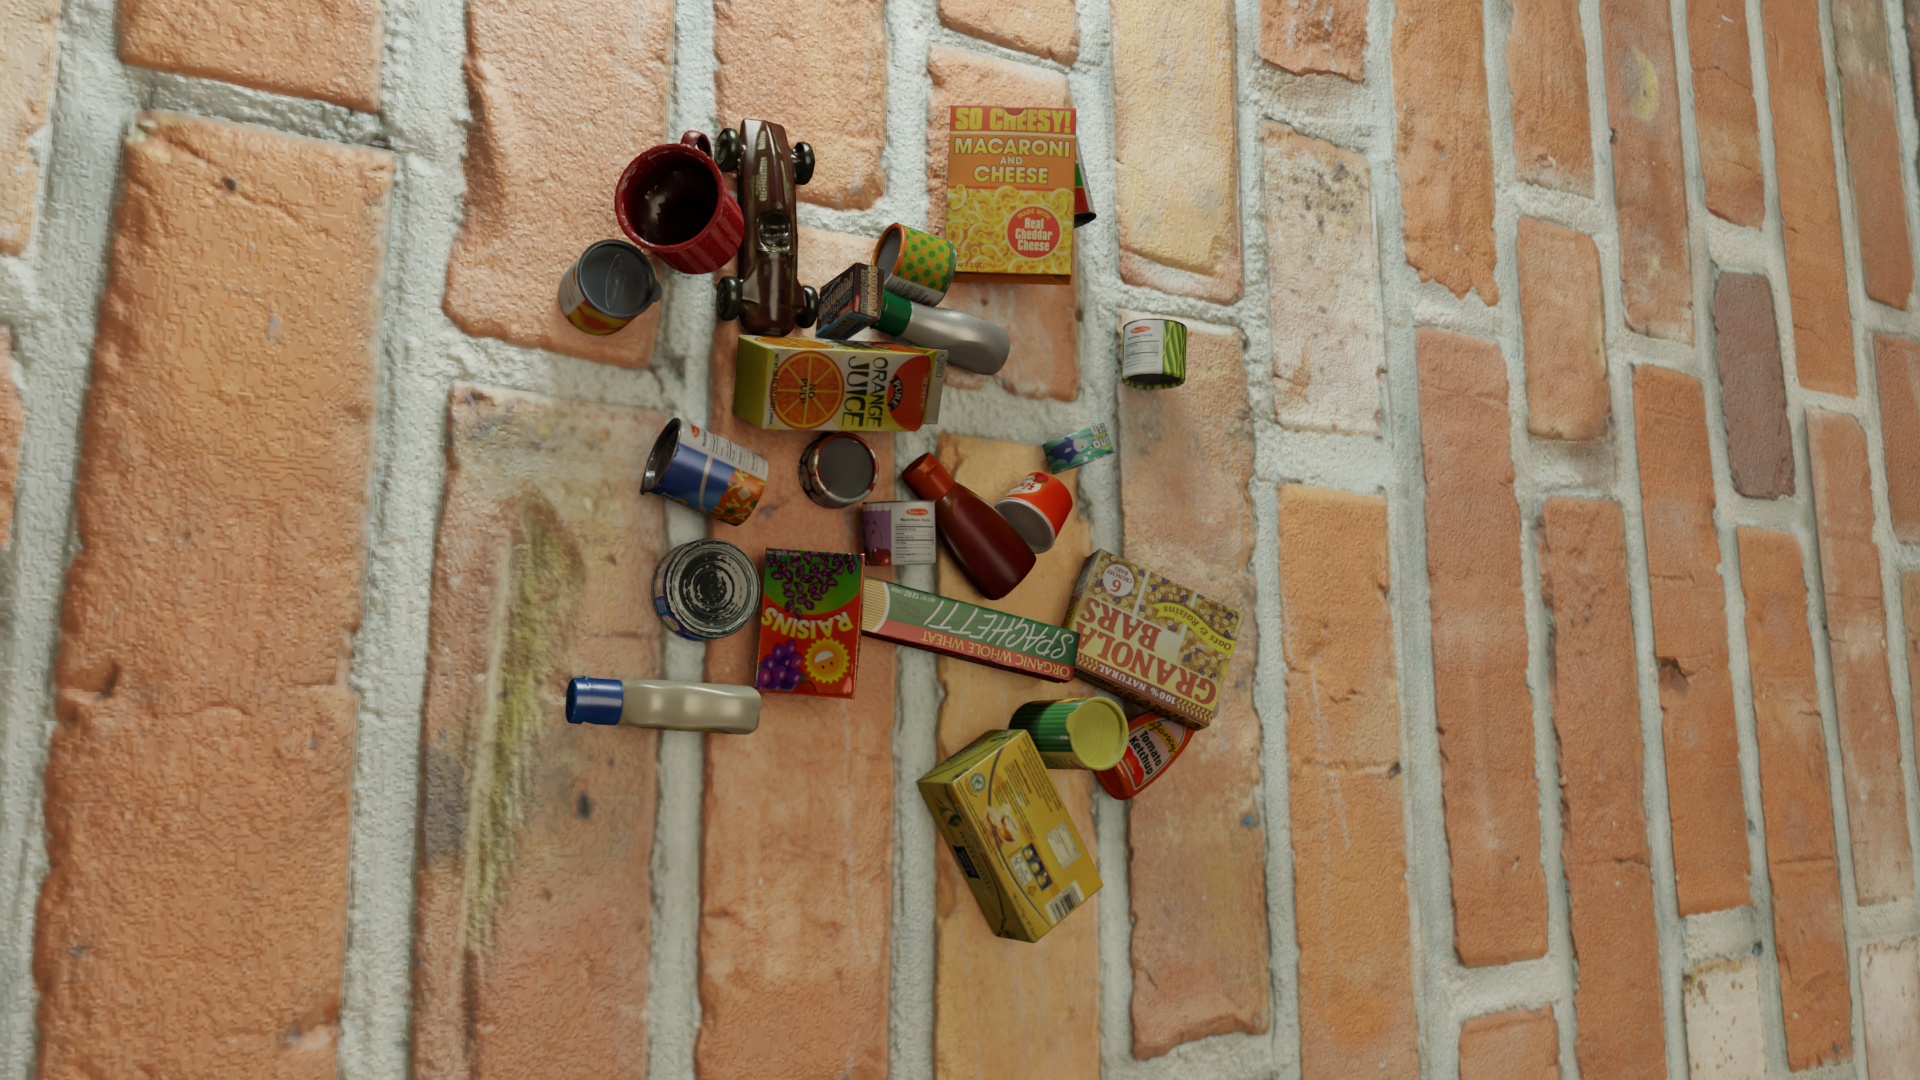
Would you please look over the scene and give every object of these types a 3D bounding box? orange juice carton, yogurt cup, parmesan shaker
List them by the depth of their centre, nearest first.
[{"bbox_3d":[-0.098,-0.138,1.228,0.193,0.073,0.071,-2,106,-31],"label":"orange juice carton"},{"bbox_3d":[0.097,0.179,1.292,0.071,0.103,0.071,5,80,-31],"label":"parmesan shaker"},{"bbox_3d":[0.072,-0.029,1.334,0.072,0.072,0.054,50,53,-16],"label":"yogurt cup"}]

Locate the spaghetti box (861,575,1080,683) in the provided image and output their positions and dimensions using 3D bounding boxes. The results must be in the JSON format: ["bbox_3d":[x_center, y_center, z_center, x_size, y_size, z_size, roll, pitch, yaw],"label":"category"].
[{"bbox_3d":[-0.006,0.080,1.268,0.250,0.028,0.050,16,75,-20],"label":"spaghetti box"}]

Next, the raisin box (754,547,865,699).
[{"bbox_3d":[-0.127,0.071,1.186,0.086,0.040,0.123,4,83,-4],"label":"raisin box"}]

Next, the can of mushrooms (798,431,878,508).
[{"bbox_3d":[-0.109,-0.065,1.245,0.071,0.033,0.071,5,81,-30],"label":"can of mushrooms"}]

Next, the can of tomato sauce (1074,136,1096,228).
[{"bbox_3d":[0.094,-0.357,1.397,0.071,0.071,0.083,-12,88,-32],"label":"can of tomato sauce"}]

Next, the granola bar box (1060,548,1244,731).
[{"bbox_3d":[0.185,0.098,1.369,0.165,0.039,0.124,24,70,-7],"label":"granola bar box"}]

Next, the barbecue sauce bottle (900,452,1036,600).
[{"bbox_3d":[0.005,-0.016,1.302,0.148,0.043,0.065,50,66,-15],"label":"barbecue sauce bottle"}]

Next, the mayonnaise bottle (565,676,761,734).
[{"bbox_3d":[-0.240,0.133,1.119,0.148,0.064,0.041,7,83,-26],"label":"mayonnaise bottle"}]

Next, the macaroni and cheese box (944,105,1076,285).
[{"bbox_3d":[0.049,-0.334,1.340,0.124,0.040,0.166,2,85,2],"label":"macaroni and cheese box"}]

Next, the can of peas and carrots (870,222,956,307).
[{"bbox_3d":[-0.045,-0.259,1.296,0.059,0.071,0.071,14,76,-29],"label":"can of peas and carrots"}]

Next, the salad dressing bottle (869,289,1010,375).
[{"bbox_3d":[-0.024,-0.196,1.297,0.148,0.064,0.044,16,71,-32],"label":"salad dressing bottle"}]

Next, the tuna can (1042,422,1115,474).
[{"bbox_3d":[0.118,-0.091,1.366,0.071,0.071,0.033,-22,93,-32],"label":"tuna can"}]

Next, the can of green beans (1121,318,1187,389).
[{"bbox_3d":[0.200,-0.192,1.436,0.071,0.071,0.058,8,79,-30],"label":"can of green beans"}]

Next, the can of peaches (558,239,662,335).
[{"bbox_3d":[-0.289,-0.206,1.143,0.071,0.058,0.071,6,79,-31],"label":"can of peaches"}]

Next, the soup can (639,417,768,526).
[{"bbox_3d":[-0.214,-0.054,1.162,0.084,0.071,0.071,24,71,-27],"label":"soup can"}]

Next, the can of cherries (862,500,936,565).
[{"bbox_3d":[-0.056,-0.007,1.250,0.071,0.071,0.058,-2,90,-32],"label":"can of cherries"}]

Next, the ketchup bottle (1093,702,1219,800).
[{"bbox_3d":[0.197,0.196,1.387,0.149,0.043,0.064,-30,92,-32],"label":"ketchup bottle"}]

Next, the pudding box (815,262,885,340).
[{"bbox_3d":[-0.099,-0.212,1.245,0.030,0.083,0.050,10,78,-27],"label":"pudding box"}]
